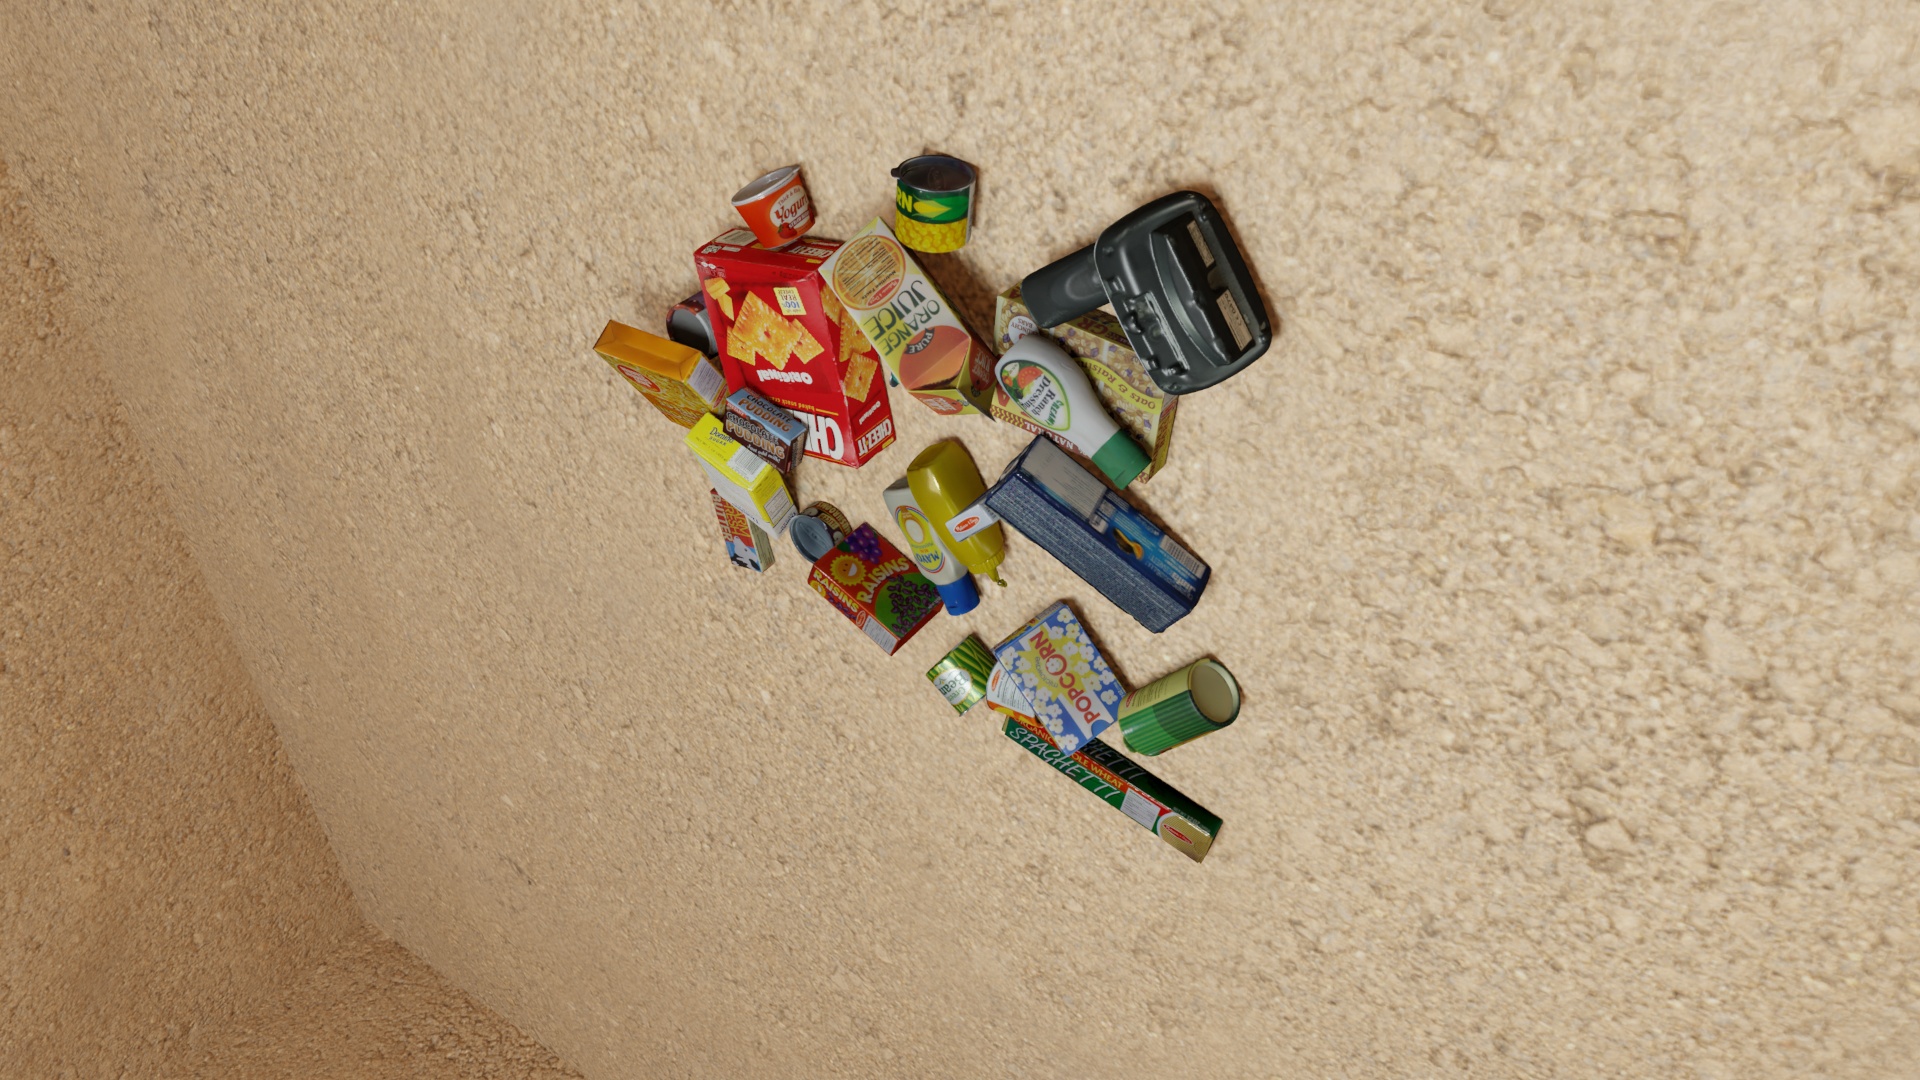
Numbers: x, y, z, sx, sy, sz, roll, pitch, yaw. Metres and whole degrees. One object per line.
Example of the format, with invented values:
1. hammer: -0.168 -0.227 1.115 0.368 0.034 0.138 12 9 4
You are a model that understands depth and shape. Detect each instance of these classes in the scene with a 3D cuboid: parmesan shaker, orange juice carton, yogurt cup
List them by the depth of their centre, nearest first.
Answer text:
1. orange juice carton: -0.034 -0.178 1.188 0.073 0.072 0.193 -39 68 9
2. yogurt cup: -0.170 -0.306 1.282 0.072 0.073 0.053 0 128 42
3. parmesan shaker: 0.203 0.159 1.299 0.071 0.072 0.102 51 140 -3

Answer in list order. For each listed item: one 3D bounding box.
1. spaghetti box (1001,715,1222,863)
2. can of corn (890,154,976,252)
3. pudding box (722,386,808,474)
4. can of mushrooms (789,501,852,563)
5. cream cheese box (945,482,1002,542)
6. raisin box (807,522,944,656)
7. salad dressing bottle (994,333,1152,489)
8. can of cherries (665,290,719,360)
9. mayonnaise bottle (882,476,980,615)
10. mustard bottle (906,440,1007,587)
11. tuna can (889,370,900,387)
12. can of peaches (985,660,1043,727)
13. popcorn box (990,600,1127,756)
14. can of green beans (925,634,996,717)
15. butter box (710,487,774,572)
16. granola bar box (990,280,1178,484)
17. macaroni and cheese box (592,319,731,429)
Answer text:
1. spaghetti box: 0.154 0.244 1.442 0.250 0.029 0.049 32 137 20
2. can of corn: -0.024 -0.282 1.163 0.071 0.071 0.058 27 136 24
3. pudding box: -0.193 -0.109 1.370 0.084 0.030 0.049 35 138 14
4. can of mushrooms: -0.151 -0.008 1.518 0.071 0.034 0.070 24 134 28
5. cream cheese box: 0.037 -0.039 1.270 0.053 0.104 0.024 -28 98 48
6. raisin box: -0.088 0.050 1.465 0.123 0.086 0.039 40 144 10
7. salad dressing bottle: 0.095 -0.106 1.150 0.148 0.044 0.064 45 138 4
8. can of cherries: -0.262 -0.223 1.431 0.071 0.059 0.071 23 133 27
9. mayonnaise bottle: -0.024 0.005 1.407 0.064 0.041 0.147 -7 115 42
10. mustard bottle: 0.005 -0.017 1.349 0.048 0.066 0.159 -9 118 40
11. tuna can: -0.033 -0.164 1.262 0.033 0.071 0.070 29 136 21
12. can of peaches: 0.069 0.151 1.421 0.058 0.071 0.071 17 130 31
13. popcorn box: 0.100 0.134 1.359 0.126 0.085 0.038 55 174 -7
14. can of green beans: 0.005 0.142 1.467 0.058 0.071 0.071 48 140 1
15. butter box: -0.253 -0.015 1.610 0.053 0.024 0.103 12 128 35
16. granola bar box: 0.105 -0.136 1.185 0.166 0.039 0.123 27 135 24
17. macaroni and cheese box: -0.288 -0.159 1.454 0.124 0.040 0.166 21 166 25
